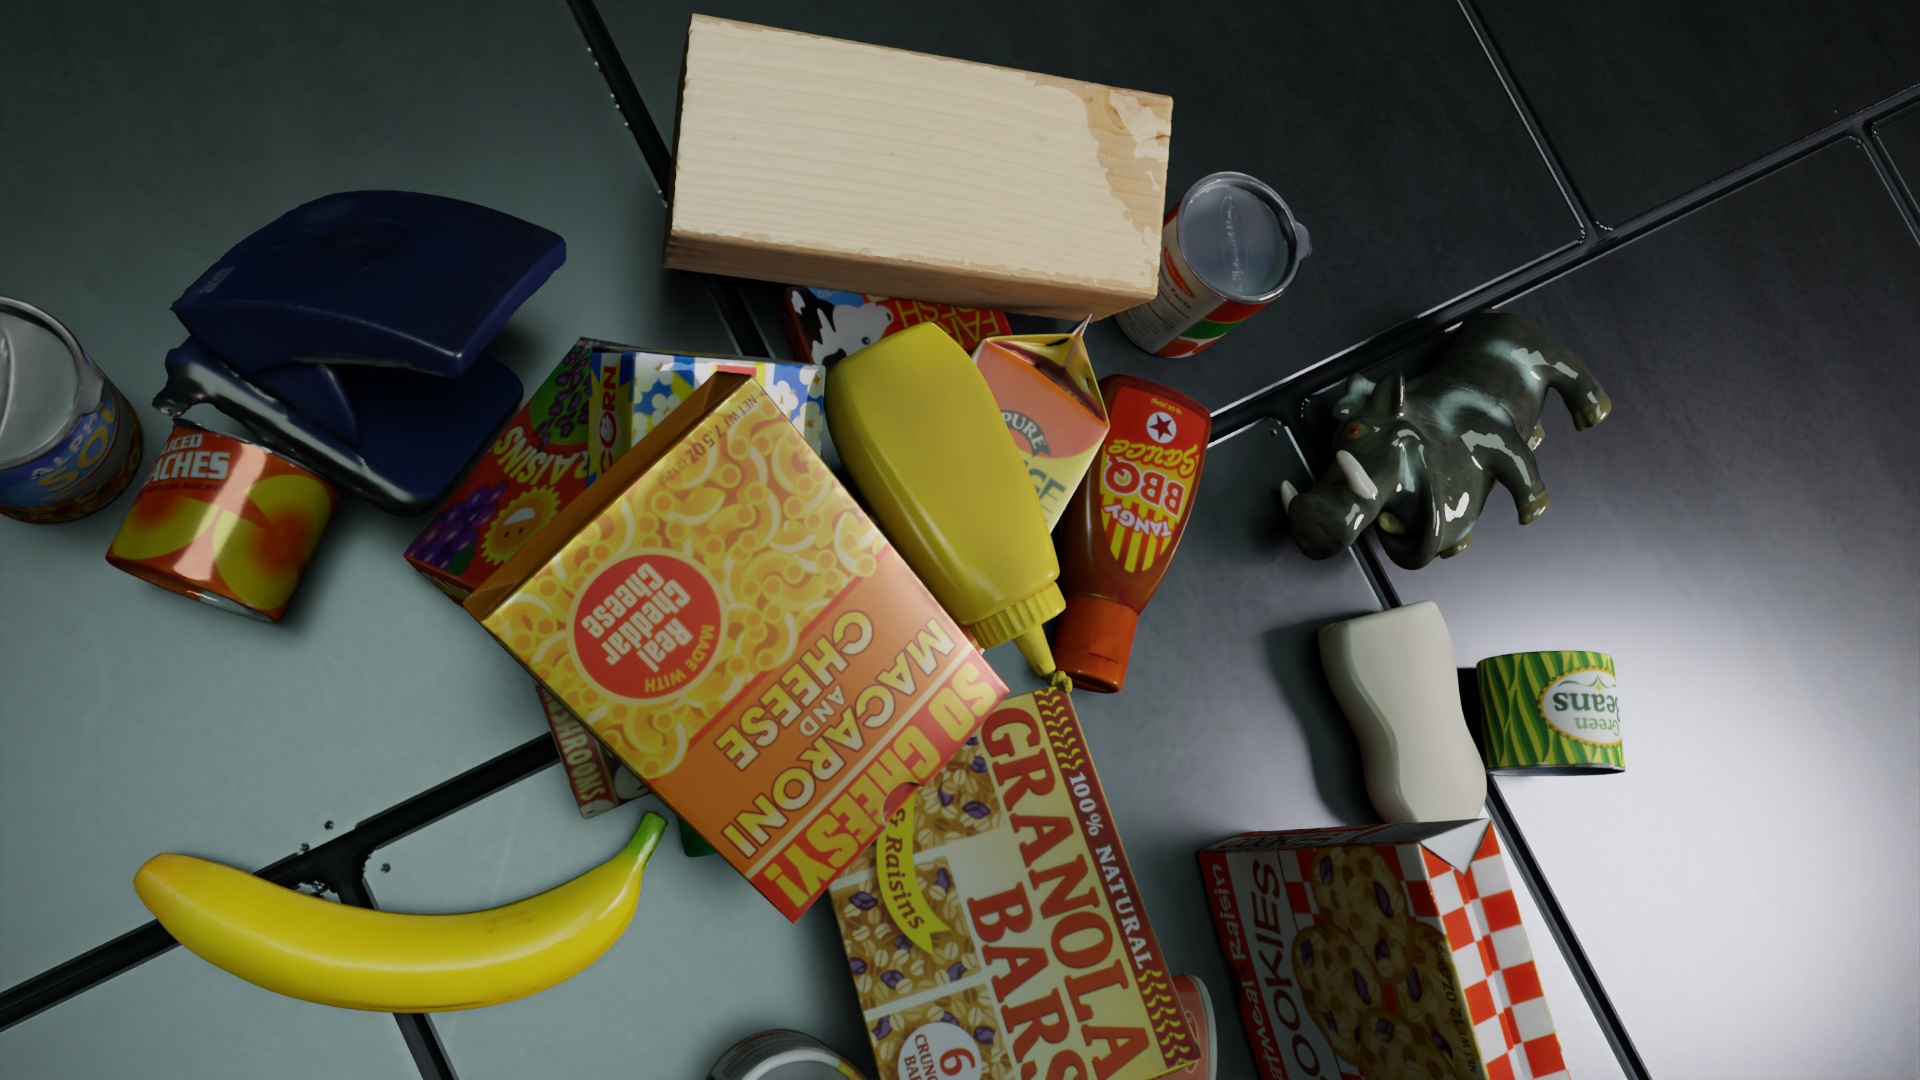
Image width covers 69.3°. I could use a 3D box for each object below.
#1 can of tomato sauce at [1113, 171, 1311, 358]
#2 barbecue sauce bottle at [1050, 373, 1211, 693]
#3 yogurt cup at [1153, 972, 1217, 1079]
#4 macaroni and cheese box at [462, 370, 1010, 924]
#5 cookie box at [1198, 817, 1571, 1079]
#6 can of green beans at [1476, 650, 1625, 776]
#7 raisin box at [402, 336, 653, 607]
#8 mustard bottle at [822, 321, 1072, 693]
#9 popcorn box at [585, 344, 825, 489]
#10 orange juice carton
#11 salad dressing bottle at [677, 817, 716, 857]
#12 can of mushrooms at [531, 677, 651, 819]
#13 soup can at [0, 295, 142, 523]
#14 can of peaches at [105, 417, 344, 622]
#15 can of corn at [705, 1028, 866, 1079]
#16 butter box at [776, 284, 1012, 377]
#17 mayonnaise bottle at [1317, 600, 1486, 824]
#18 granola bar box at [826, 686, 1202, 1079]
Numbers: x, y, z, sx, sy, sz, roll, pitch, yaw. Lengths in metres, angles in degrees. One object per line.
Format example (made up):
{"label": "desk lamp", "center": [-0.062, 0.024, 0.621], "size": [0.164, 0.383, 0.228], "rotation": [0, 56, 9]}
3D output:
{"label": "can of tomato sauce", "center": [0.122, -0.135, 0.692], "size": [0.071, 0.083, 0.071], "rotation": [4, 77, -17]}
{"label": "barbecue sauce bottle", "center": [0.076, -0.002, 0.668], "size": [0.065, 0.043, 0.149], "rotation": [21, 73, -16]}
{"label": "yogurt cup", "center": [0.076, 0.222, 0.605], "size": [0.054, 0.072, 0.072], "rotation": [7, 76, -7]}
{"label": "macaroni and cheese box", "center": [-0.075, 0.041, 0.510], "size": [0.124, 0.040, 0.166], "rotation": [-46, 116, -15]}
{"label": "cookie box", "center": [0.172, 0.185, 0.588], "size": [0.040, 0.167, 0.123], "rotation": [-11, 81, -22]}
{"label": "can of green beans", "center": [0.298, 0.089, 0.704], "size": [0.071, 0.071, 0.058], "rotation": [5, 76, -16]}
{"label": "raisin box", "center": [-0.160, -0.023, 0.575], "size": [0.124, 0.086, 0.040], "rotation": [-57, 136, -20]}
{"label": "mustard bottle", "center": [0.002, -0.007, 0.565], "size": [0.065, 0.048, 0.160], "rotation": [-27, 88, -21]}
{"label": "popcorn box", "center": [-0.101, -0.010, 0.543], "size": [0.085, 0.038, 0.126], "rotation": [-1, 98, -40]}
{"label": "orange juice carton", "center": [0.002, -0.019, 0.633], "size": [0.073, 0.071, 0.193], "rotation": [34, 70, -8]}
{"label": "salad dressing bottle", "center": [-0.114, 0.058, 0.594], "size": [0.064, 0.044, 0.148], "rotation": [-9, 81, -26]}
{"label": "can of mushrooms", "center": [-0.148, 0.077, 0.564], "size": [0.033, 0.071, 0.071], "rotation": [-19, 84, -19]}
{"label": "soup can", "center": [-0.351, -0.046, 0.522], "size": [0.071, 0.083, 0.071], "rotation": [4, 77, -17]}
{"label": "can of peaches", "center": [-0.287, -0.007, 0.540], "size": [0.071, 0.071, 0.058], "rotation": [22, 73, -12]}
{"label": "can of corn", "center": [-0.068, 0.237, 0.558], "size": [0.071, 0.058, 0.071], "rotation": [4, 76, -16]}
{"label": "butter box", "center": [-0.030, -0.105, 0.668], "size": [0.104, 0.024, 0.053], "rotation": [-18, 83, -20]}
{"label": "mayonnaise bottle", "center": [0.227, 0.108, 0.692], "size": [0.065, 0.041, 0.148], "rotation": [-12, 82, -18]}
{"label": "granola bar box", "center": [0.011, 0.154, 0.579], "size": [0.124, 0.039, 0.166], "rotation": [-15, 66, -10]}
